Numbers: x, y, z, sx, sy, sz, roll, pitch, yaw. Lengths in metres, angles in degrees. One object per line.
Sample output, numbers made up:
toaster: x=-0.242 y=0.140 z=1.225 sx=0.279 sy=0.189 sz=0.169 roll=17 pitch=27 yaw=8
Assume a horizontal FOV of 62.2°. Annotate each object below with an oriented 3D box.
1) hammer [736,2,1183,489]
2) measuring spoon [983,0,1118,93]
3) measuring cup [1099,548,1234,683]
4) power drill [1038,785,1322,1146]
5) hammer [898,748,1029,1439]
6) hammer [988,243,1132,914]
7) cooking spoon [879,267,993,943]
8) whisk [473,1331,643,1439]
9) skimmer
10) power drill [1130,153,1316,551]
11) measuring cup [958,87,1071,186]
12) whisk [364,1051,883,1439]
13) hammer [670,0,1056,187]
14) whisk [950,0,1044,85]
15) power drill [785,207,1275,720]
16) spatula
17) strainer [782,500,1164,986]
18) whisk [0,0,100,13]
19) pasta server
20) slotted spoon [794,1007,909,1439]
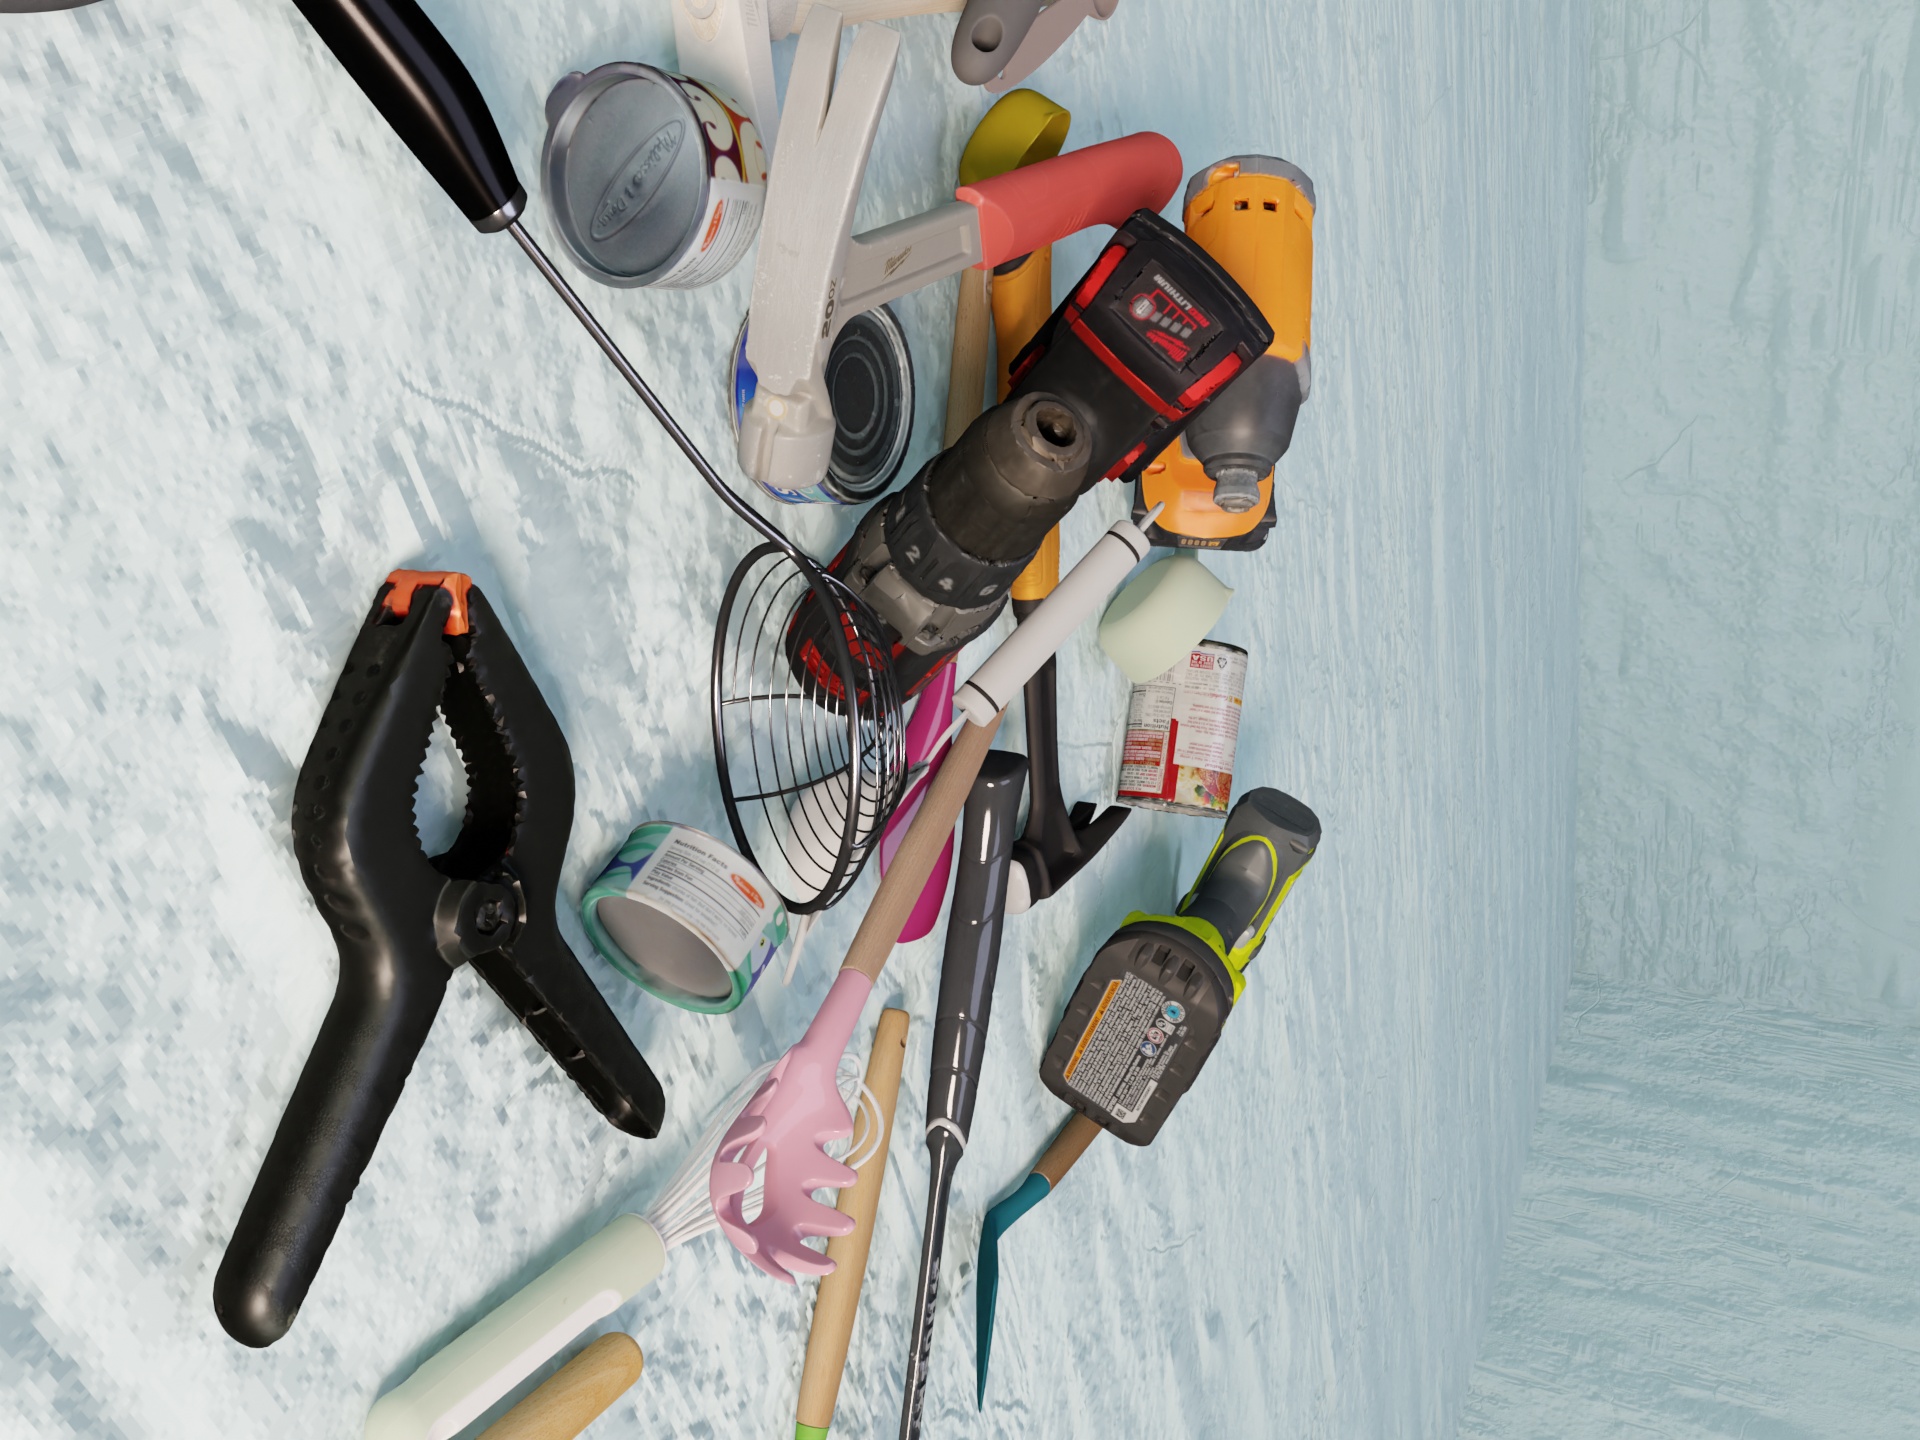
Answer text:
hammer: x=0.022 y=-0.210 z=0.634 sx=0.359 sy=0.037 sz=0.149 roll=-44 pitch=155 yaw=-55
measuring spoon: x=0.037 y=-0.310 z=0.703 sx=0.124 sy=0.018 sz=0.034 roll=-52 pitch=148 yaw=-33
measuring cup: x=0.120 y=-0.084 z=0.940 sx=0.038 sy=0.083 sz=0.168 roll=42 pitch=29 yaw=-15
power drill: x=0.137 y=0.151 z=0.963 sx=0.223 sy=0.080 sz=0.171 roll=-34 pitch=151 yaw=-57
hammer: x=-0.006 y=0.216 z=0.751 sx=0.149 sy=0.036 sz=0.409 roll=26 pitch=71 yaw=-76
hammer: x=0.042 y=-0.077 z=0.807 sx=0.127 sy=0.034 sz=0.336 roll=-32 pitch=124 yaw=-55
cooking spoon: x=-0.006 y=-0.053 z=0.739 sx=0.068 sy=0.017 sz=0.319 roll=-4 pitch=100 yaw=-62
whisk: x=-0.176 y=0.251 z=0.474 sx=0.047 sy=0.051 sz=0.245 roll=-55 pitch=166 yaw=23
skimmer: x=-0.121 y=-0.083 z=0.473 sx=0.090 sy=0.127 sz=0.362 roll=-41 pitch=127 yaw=-7
power drill: x=0.135 y=-0.160 z=0.821 sx=0.226 sy=0.084 sz=0.164 roll=78 pitch=17 yaw=-78
measuring cup: x=-0.006 y=-0.225 z=0.694 sx=0.156 sy=0.029 sz=0.062 roll=-48 pitch=173 yaw=-29
whisk: x=-0.109 y=0.185 z=0.574 sx=0.246 sy=0.059 sz=0.057 roll=-28 pitch=147 yaw=-52
hammer: x=0.008 y=-0.318 z=0.692 sx=0.411 sy=0.038 sz=0.146 roll=-41 pitch=132 yaw=-52
whisk: x=0.050 y=-0.357 z=0.673 sx=0.239 sy=0.055 sz=0.055 roll=-66 pitch=148 yaw=-19
power drill: x=0.034 y=-0.108 z=0.622 sx=0.080 sy=0.188 sz=0.227 roll=43 pitch=56 yaw=-4
spatula: x=0.065 y=0.258 z=0.913 sx=0.317 sy=0.044 sz=0.082 roll=-33 pitch=133 yaw=-57
strainer: x=-0.001 y=-0.002 z=0.662 sx=0.258 sy=0.050 sz=0.087 roll=-47 pitch=179 yaw=-11
whisk: x=-0.235 y=-0.112 z=0.267 sx=0.285 sy=0.070 sz=0.070 roll=-57 pitch=142 yaw=-47
pasta server: x=-0.027 y=0.086 z=0.653 sx=0.060 sy=0.040 sz=0.316 roll=56 pitch=39 yaw=-27
slotted spoon: x=-0.059 y=0.285 z=0.707 sx=0.070 sy=0.031 sz=0.314 roll=33 pitch=65 yaw=-59
